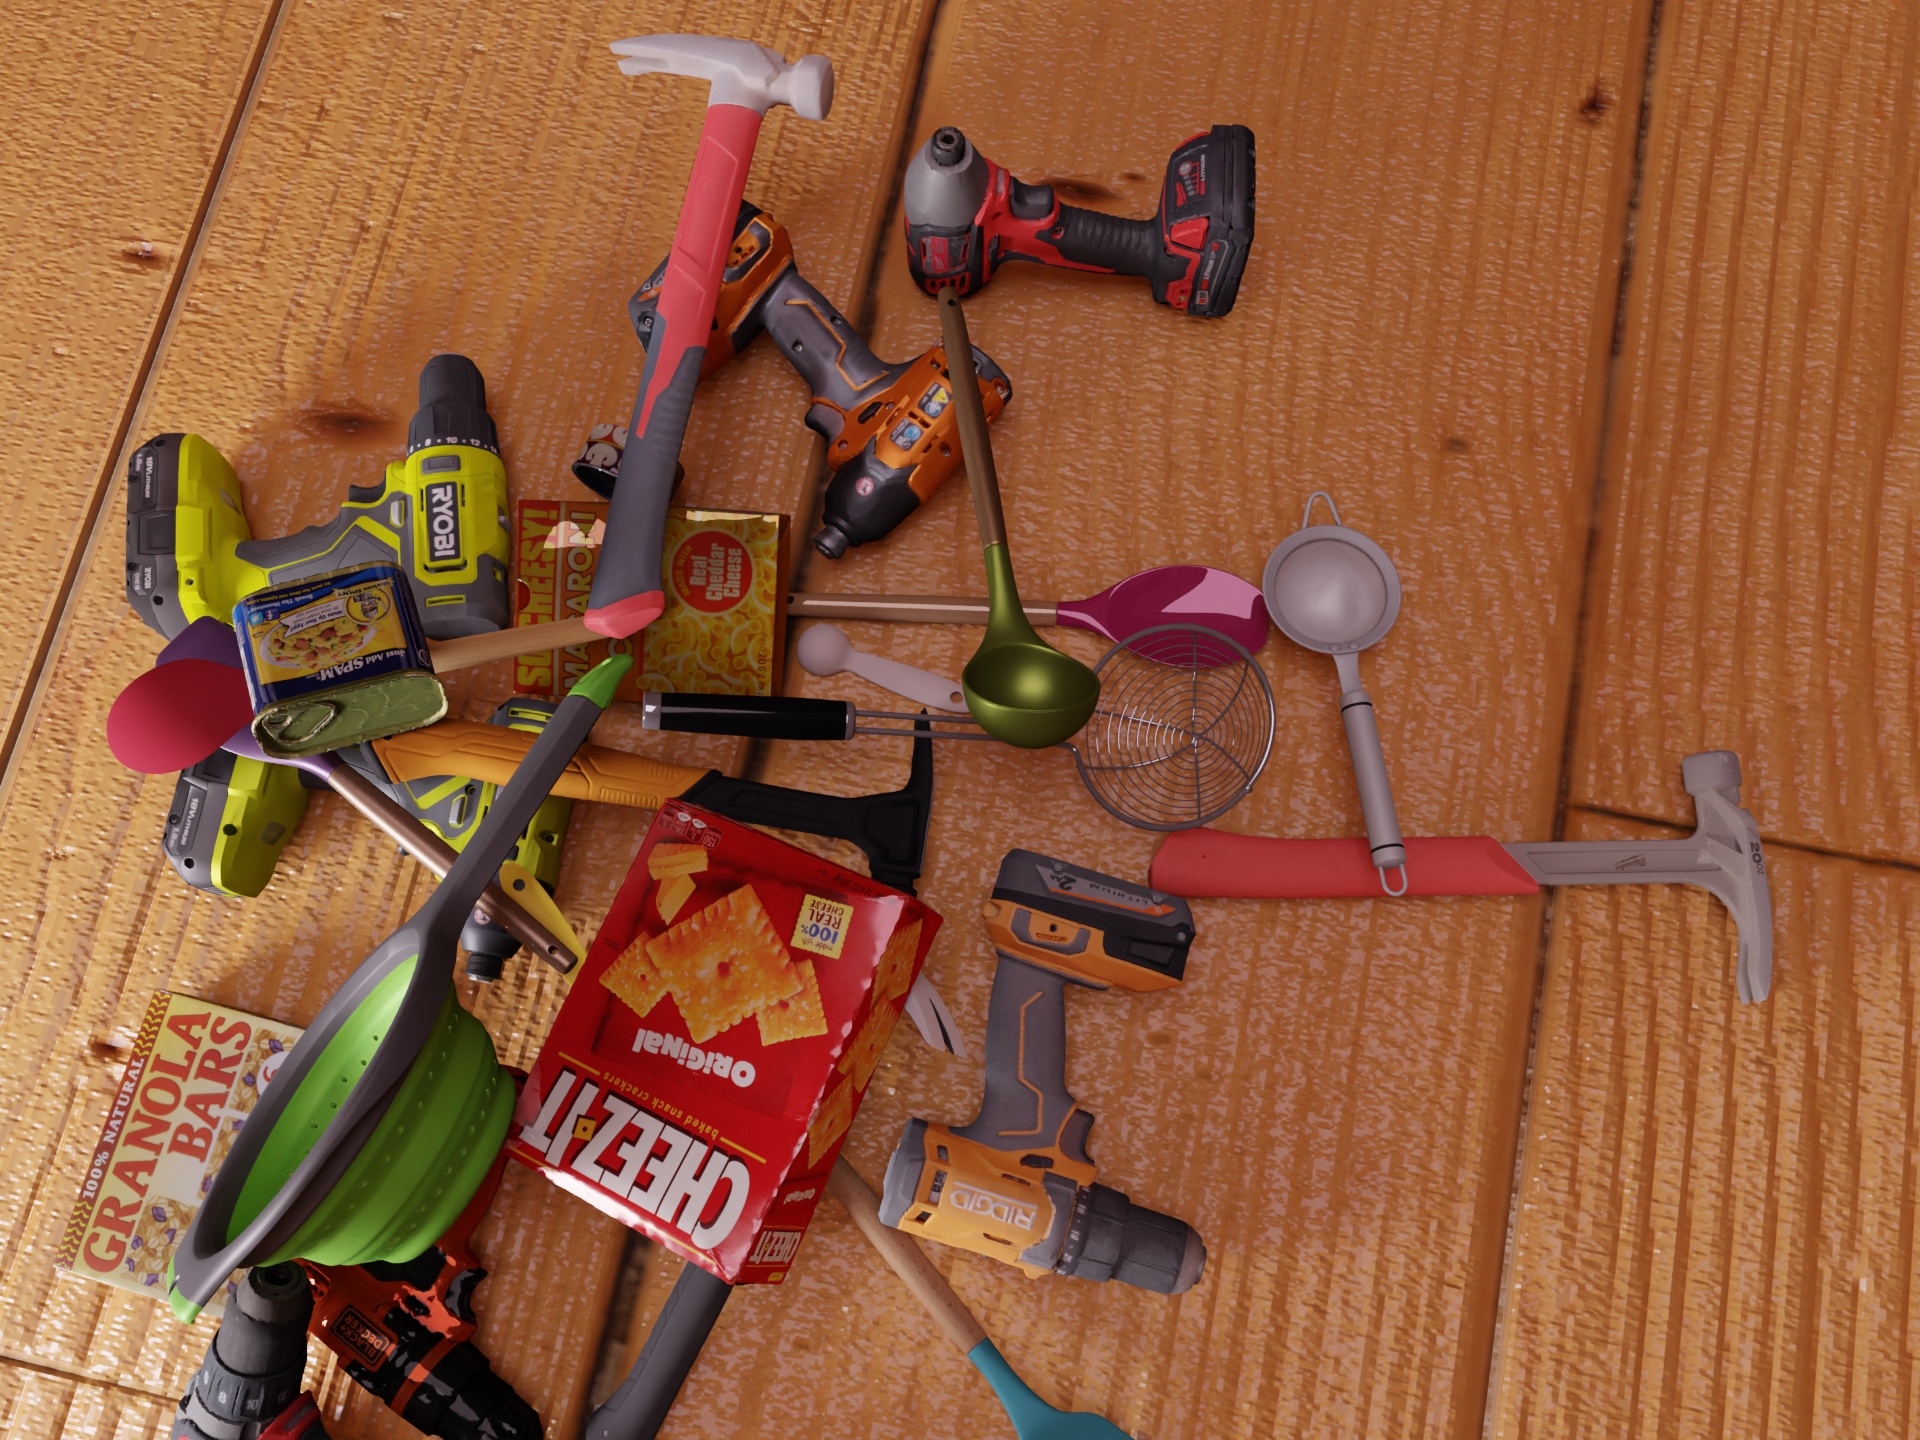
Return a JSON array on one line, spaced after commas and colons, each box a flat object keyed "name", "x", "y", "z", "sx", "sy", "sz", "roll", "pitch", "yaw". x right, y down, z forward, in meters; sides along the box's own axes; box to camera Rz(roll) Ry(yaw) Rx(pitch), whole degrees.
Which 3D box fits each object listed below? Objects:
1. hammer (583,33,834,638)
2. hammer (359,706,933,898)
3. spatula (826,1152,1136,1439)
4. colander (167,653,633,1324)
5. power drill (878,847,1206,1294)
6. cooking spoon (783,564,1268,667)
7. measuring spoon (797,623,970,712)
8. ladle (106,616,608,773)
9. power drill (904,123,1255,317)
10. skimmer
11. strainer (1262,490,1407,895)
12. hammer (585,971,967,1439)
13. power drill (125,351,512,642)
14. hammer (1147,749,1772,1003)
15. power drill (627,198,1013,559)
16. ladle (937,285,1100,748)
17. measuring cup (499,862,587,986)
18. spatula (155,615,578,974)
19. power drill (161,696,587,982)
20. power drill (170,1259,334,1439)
[{"name": "hammer", "x": -0.186, "y": -0.241, "z": 0.977, "sx": 0.143, "sy": 0.038, "sz": 0.386, "roll": 10, "pitch": 79, "yaw": 7}, {"name": "hammer", "x": -0.182, "y": 0.030, "z": 0.954, "sx": 0.336, "sy": 0.034, "sz": 0.127, "roll": 10, "pitch": 76, "yaw": -10}, {"name": "spatula", "x": -0.008, "y": 0.338, "z": 0.913, "sx": 0.082, "sy": 0.044, "sz": 0.318, "roll": -41, "pitch": 72, "yaw": -7}, {"name": "colander", "x": -0.261, "y": 0.146, "z": 0.856, "sx": 0.094, "sy": 0.204, "sz": 0.397, "roll": 38, "pitch": 70, "yaw": -22}, {"name": "power drill", "x": 0.071, "y": 0.206, "z": 0.913, "sx": 0.185, "sy": 0.084, "sz": 0.226, "roll": 17, "pitch": 80, "yaw": 3}, {"name": "cooking spoon", "x": 0.036, "y": -0.070, "z": 1.017, "sx": 0.319, "sy": 0.017, "sz": 0.069, "roll": 2, "pitch": 75, "yaw": 3}, {"name": "measuring spoon", "x": -0.046, "y": -0.032, "z": 1.011, "sx": 0.124, "sy": 0.018, "sz": 0.034, "roll": 20, "pitch": 77, "yaw": 7}, {"name": "ladle", "x": -0.342, "y": -0.029, "z": 0.941, "sx": 0.315, "sy": 0.031, "sz": 0.069, "roll": -13, "pitch": 70, "yaw": -12}, {"name": "power drill", "x": 0.072, "y": -0.325, "z": 1.018, "sx": 0.219, "sy": 0.143, "sz": 0.079, "roll": 3, "pitch": 73, "yaw": 2}, {"name": "skimmer", "x": -0.001, "y": -0.003, "z": 0.933, "sx": 0.363, "sy": 0.090, "sz": 0.127, "roll": 3, "pitch": 78, "yaw": -11}, {"name": "strainer", "x": 0.236, "y": -0.016, "z": 0.964, "sx": 0.087, "sy": 0.050, "sz": 0.259, "roll": -5, "pitch": 66, "yaw": -3}, {"name": "hammer", "x": -0.117, "y": 0.275, "z": 0.899, "sx": 0.146, "sy": 0.035, "sz": 0.335, "roll": 24, "pitch": 85, "yaw": 43}, {"name": "power drill", "x": -0.407, "y": -0.139, "z": 1.031, "sx": 0.228, "sy": 0.080, "sz": 0.191, "roll": -7, "pitch": 75, "yaw": -1}, {"name": "hammer", "x": 0.293, "y": 0.096, "z": 0.950, "sx": 0.359, "sy": 0.036, "sz": 0.149, "roll": -1, "pitch": 75, "yaw": 2}, {"name": "power drill", "x": -0.102, "y": -0.218, "z": 1.033, "sx": 0.226, "sy": 0.084, "sz": 0.164, "roll": 36, "pitch": 81, "yaw": 8}, {"name": "ladle", "x": 0.019, "y": -0.130, "z": 0.935, "sx": 0.078, "sy": 0.062, "sz": 0.320, "roll": -4, "pitch": 67, "yaw": -14}, {"name": "measuring cup", "x": -0.226, "y": 0.149, "z": 0.949, "sx": 0.062, "sy": 0.029, "sz": 0.156, "roll": -34, "pitch": 93, "yaw": -8}, {"name": "spatula", "x": -0.349, "y": 0.048, "z": 0.934, "sx": 0.316, "sy": 0.018, "sz": 0.060, "roll": 37, "pitch": 72, "yaw": 7}, {"name": "power drill", "x": -0.356, "y": 0.061, "z": 0.977, "sx": 0.223, "sy": 0.080, "sz": 0.171, "roll": 9, "pitch": 75, "yaw": 2}, {"name": "power drill", "x": -0.318, "y": 0.404, "z": 0.850, "sx": 0.227, "sy": 0.080, "sz": 0.187, "roll": 27, "pitch": 112, "yaw": 10}]
